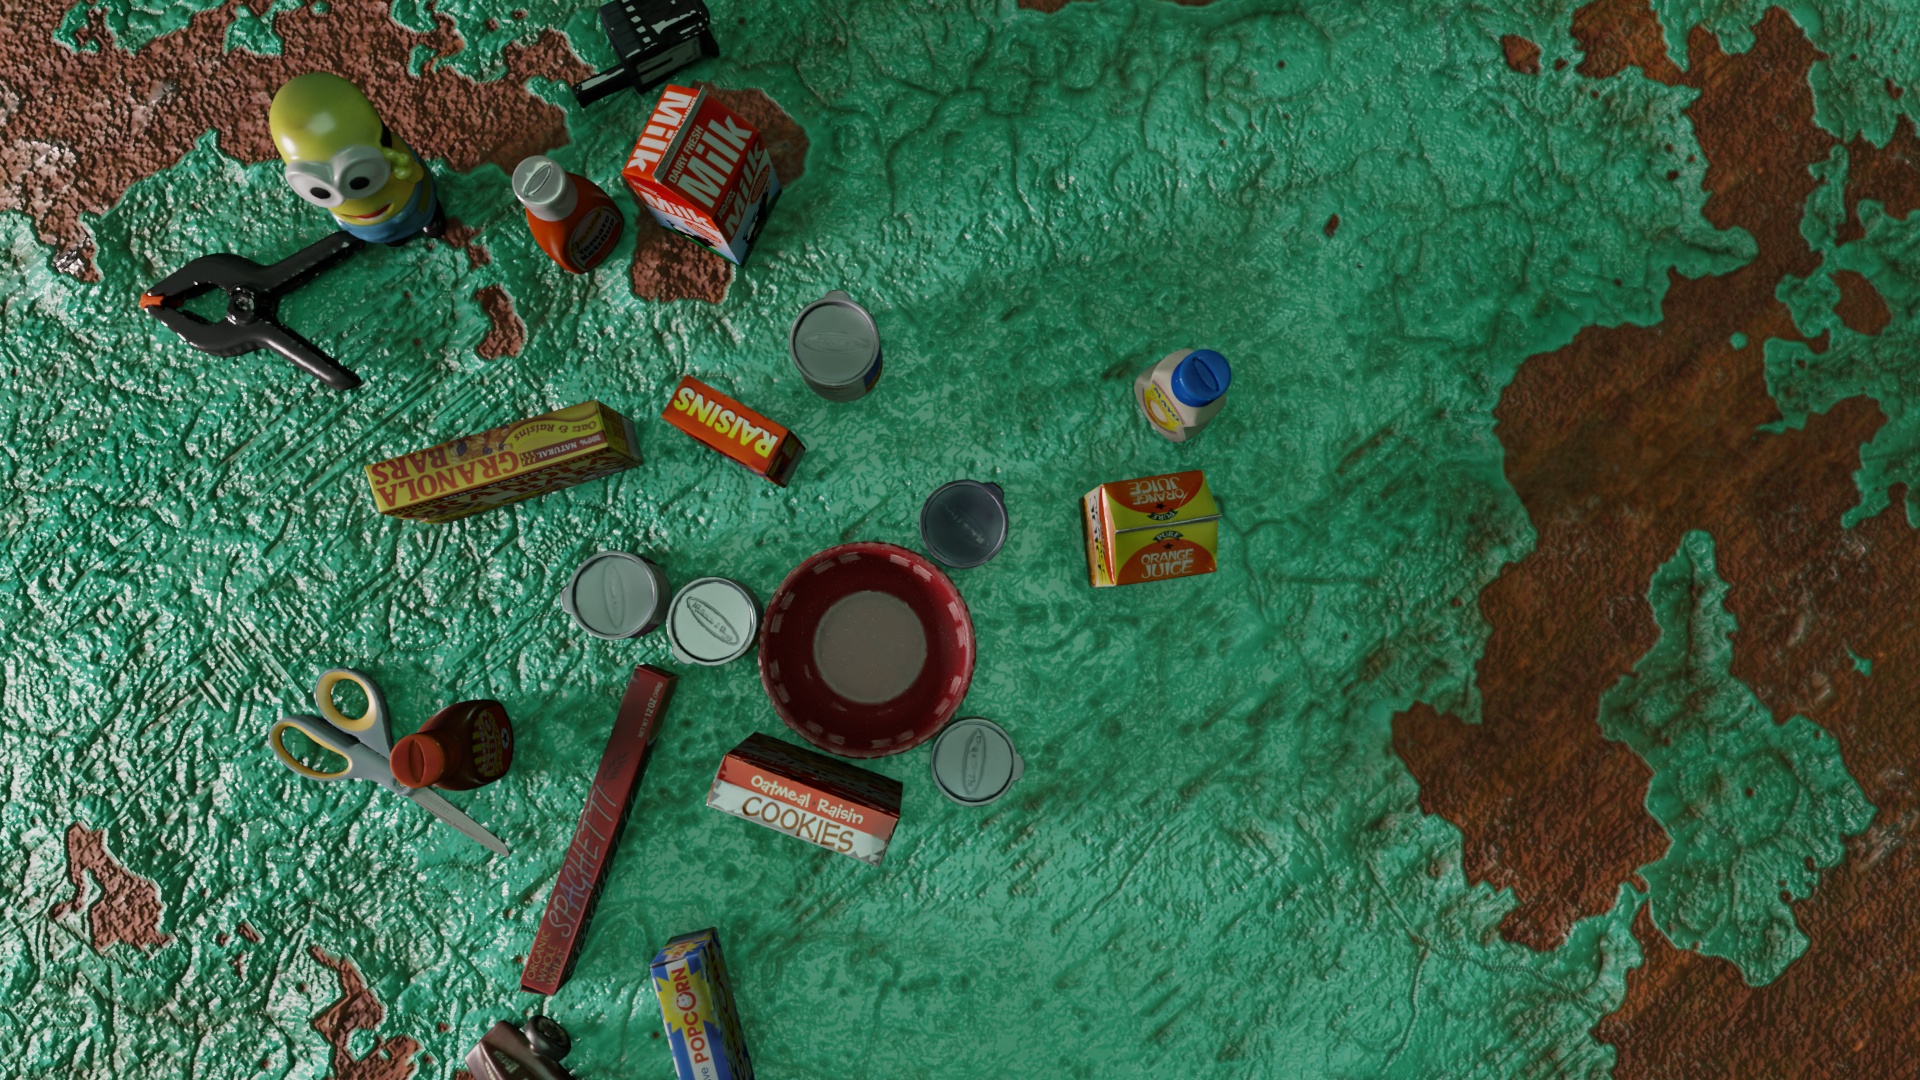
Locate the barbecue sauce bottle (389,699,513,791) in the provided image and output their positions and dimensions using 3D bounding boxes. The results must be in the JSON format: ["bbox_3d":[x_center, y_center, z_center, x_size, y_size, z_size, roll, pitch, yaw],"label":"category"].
[{"bbox_3d":[-0.362,0.149,0.991,0.044,0.148,0.065,-7,87,-2],"label":"barbecue sauce bottle"}]

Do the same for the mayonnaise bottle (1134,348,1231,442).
[{"bbox_3d":[0.165,-0.110,1.021,0.041,0.148,0.065,-35,89,-3],"label":"mayonnaise bottle"}]

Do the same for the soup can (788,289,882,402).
[{"bbox_3d":[-0.092,-0.145,1.048,0.071,0.083,0.071,0,87,-2],"label":"soup can"}]

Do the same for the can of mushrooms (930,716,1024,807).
[{"bbox_3d":[0.012,0.168,1.058,0.071,0.033,0.071,0,87,-2],"label":"can of mushrooms"}]

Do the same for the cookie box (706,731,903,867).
[{"bbox_3d":[-0.105,0.179,0.987,0.123,0.167,0.040,19,87,0],"label":"cookie box"}]

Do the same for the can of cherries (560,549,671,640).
[{"bbox_3d":[-0.258,0.041,1.045,0.071,0.058,0.071,0,87,-2],"label":"can of cherries"}]

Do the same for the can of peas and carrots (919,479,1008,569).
[{"bbox_3d":[0.004,-0.013,1.056,0.071,0.058,0.071,0,87,-2],"label":"can of peas and carrots"}]

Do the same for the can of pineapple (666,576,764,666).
[{"bbox_3d":[-0.185,0.061,1.046,0.071,0.058,0.071,0,87,-2],"label":"can of pineapple"}]

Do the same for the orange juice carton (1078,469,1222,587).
[{"bbox_3d":[0.133,-0.007,0.992,0.072,0.192,0.073,-7,87,-2],"label":"orange juice carton"}]

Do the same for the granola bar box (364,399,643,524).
[{"bbox_3d":[-0.327,-0.054,1.016,0.166,0.124,0.039,-17,88,-2],"label":"granola bar box"}]

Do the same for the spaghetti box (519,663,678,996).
[{"bbox_3d":[-0.269,0.214,1.039,0.029,0.050,0.250,19,86,0],"label":"spaghetti box"}]

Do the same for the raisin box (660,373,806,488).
[{"bbox_3d":[-0.164,-0.078,1.022,0.086,0.123,0.040,29,87,0],"label":"raisin box"}]

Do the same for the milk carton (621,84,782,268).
[{"bbox_3d":[-0.185,-0.263,0.999,0.073,0.190,0.072,27,87,0],"label":"milk carton"}]

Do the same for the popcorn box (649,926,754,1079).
[{"bbox_3d":[-0.187,0.357,1.015,0.038,0.085,0.126,-15,87,-2],"label":"popcorn box"}]

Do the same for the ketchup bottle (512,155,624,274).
[{"bbox_3d":[-0.289,-0.241,1.016,0.043,0.148,0.065,37,87,0],"label":"ketchup bottle"}]
